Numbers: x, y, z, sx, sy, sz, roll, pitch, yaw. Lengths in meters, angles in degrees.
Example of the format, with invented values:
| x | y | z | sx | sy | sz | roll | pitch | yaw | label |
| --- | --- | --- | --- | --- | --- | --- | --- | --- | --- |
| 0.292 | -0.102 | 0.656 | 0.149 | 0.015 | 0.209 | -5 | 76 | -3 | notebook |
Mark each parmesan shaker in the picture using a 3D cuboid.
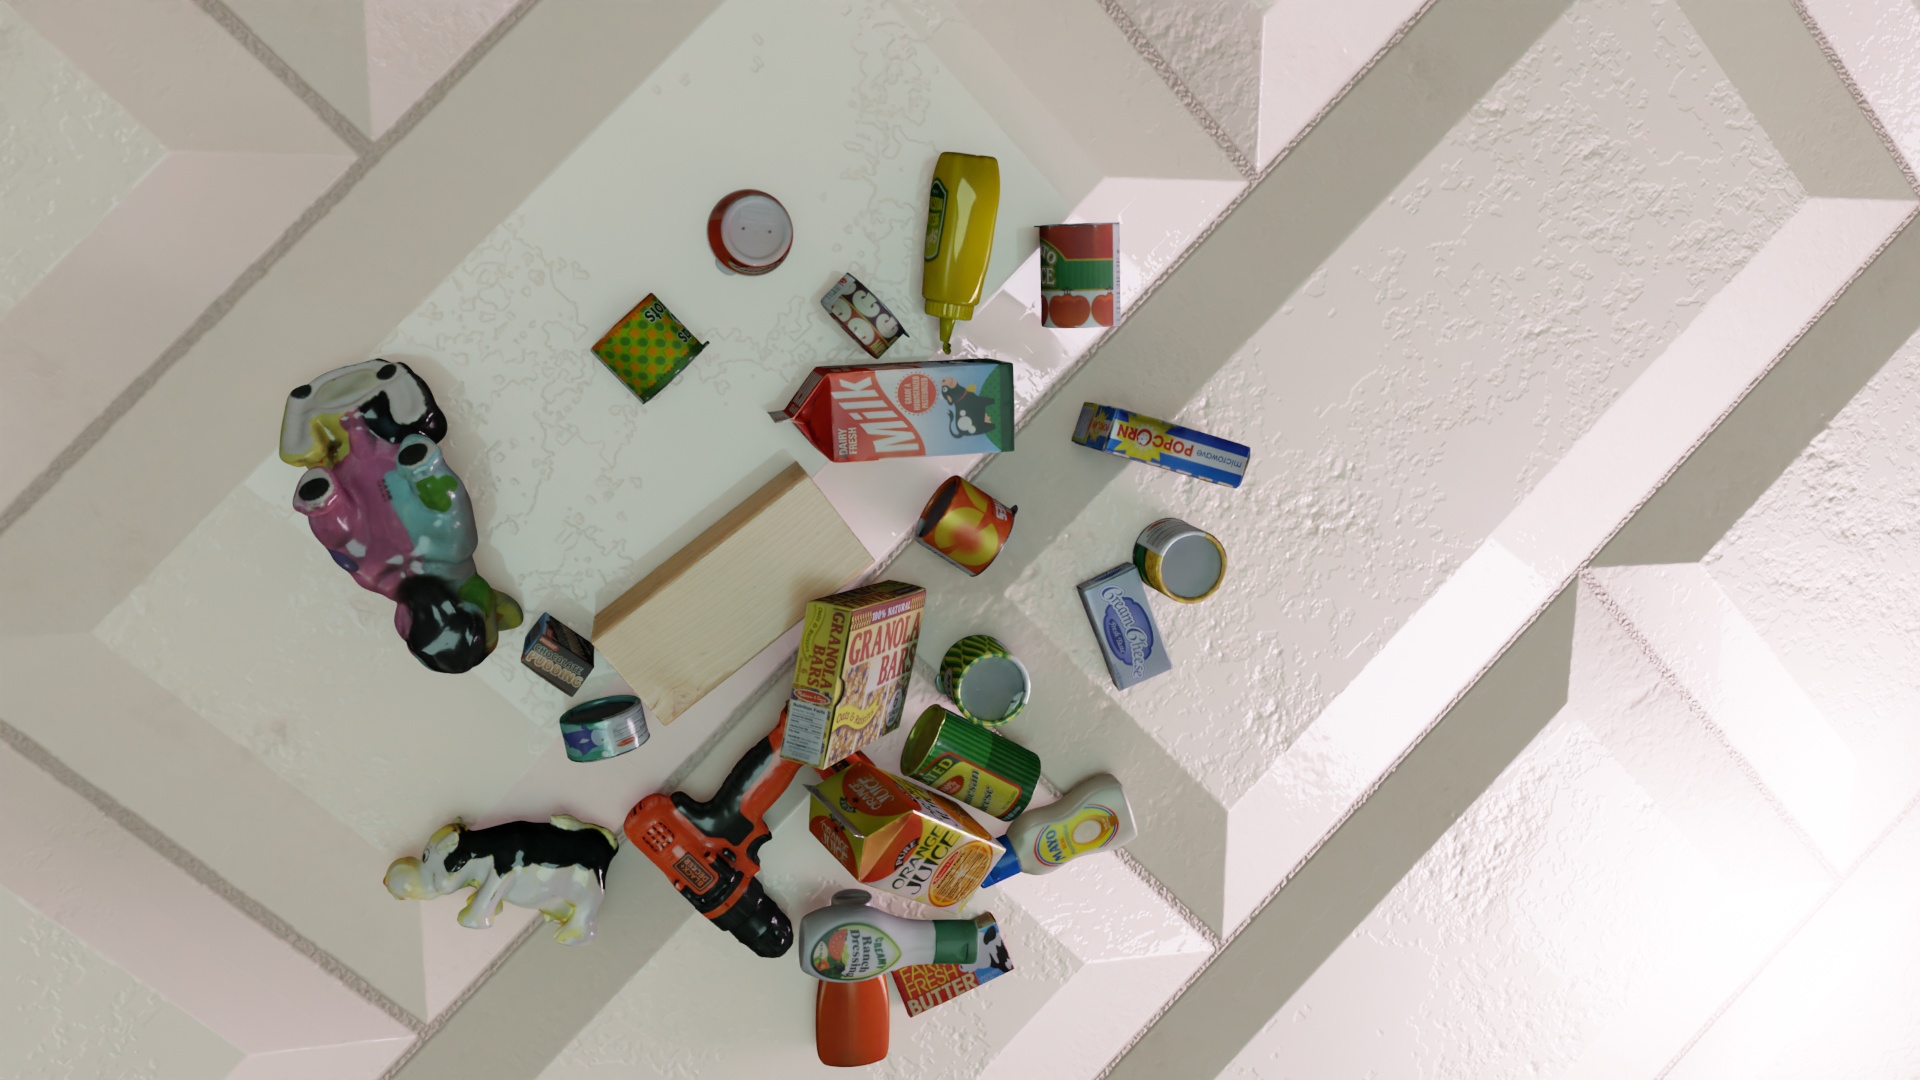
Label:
| x | y | z | sx | sy | sz | roll | pitch | yaw | label |
| --- | --- | --- | --- | --- | --- | --- | --- | --- | --- |
| 0.011 | 0.189 | 1.184 | 0.103 | 0.071 | 0.071 | 28 | 93 | -16 | parmesan shaker |

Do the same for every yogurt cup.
| x | y | z | sx | sy | sz | roll | pitch | yaw | label |
| --- | --- | --- | --- | --- | --- | --- | --- | --- | --- |
| -0.160 | -0.239 | 1.075 | 0.072 | 0.054 | 0.072 | -2 | 100 | -14 | yogurt cup |

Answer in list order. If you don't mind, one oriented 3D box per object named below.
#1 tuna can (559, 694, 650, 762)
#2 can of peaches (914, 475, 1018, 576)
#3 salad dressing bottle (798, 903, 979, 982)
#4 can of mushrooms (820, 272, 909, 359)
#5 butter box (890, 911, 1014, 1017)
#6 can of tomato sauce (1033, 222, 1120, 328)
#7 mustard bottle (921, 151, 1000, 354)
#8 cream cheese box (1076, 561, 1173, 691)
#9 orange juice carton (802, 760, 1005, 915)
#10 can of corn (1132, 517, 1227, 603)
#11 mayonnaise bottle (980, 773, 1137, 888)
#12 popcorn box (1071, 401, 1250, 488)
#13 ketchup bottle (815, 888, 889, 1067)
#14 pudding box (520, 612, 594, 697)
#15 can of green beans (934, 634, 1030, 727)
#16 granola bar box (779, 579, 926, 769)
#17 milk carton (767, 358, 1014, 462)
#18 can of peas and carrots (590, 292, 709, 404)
| x | y | z | sx | sy | sz | roll | pitch | yaw | label |
| --- | --- | --- | --- | --- | --- | --- | --- | --- | --- |
| -0.286 | 0.149 | 1.109 | 0.071 | 0.071 | 0.032 | -13 | 102 | -11 | tuna can |
| 0.004 | -0.014 | 1.148 | 0.058 | 0.071 | 0.071 | 32 | 92 | -16 | can of peaches |
| -0.060 | 0.336 | 1.162 | 0.148 | 0.044 | 0.064 | 3 | 102 | -13 | salad dressing bottle |
| -0.076 | -0.176 | 1.100 | 0.033 | 0.071 | 0.071 | -46 | 107 | -1 | can of mushrooms |
| -0.009 | 0.377 | 1.237 | 0.104 | 0.024 | 0.053 | -23 | 104 | -9 | butter box |
| 0.096 | -0.217 | 1.135 | 0.071 | 0.071 | 0.083 | -5 | 102 | -13 | can of tomato sauce |
| -0.003 | -0.228 | 1.111 | 0.049 | 0.065 | 0.159 | 4 | 103 | -18 | mustard bottle |
| 0.144 | 0.076 | 1.220 | 0.053 | 0.024 | 0.103 | -24 | 105 | -9 | cream cheese box |
| -0.051 | 0.240 | 1.130 | 0.073 | 0.072 | 0.192 | -54 | 140 | 0 | orange juice carton |
| 0.191 | 0.020 | 1.204 | 0.071 | 0.058 | 0.071 | -2 | 101 | -13 | can of corn |
| 0.080 | 0.262 | 1.229 | 0.148 | 0.041 | 0.064 | -22 | 106 | -10 | mayonnaise bottle |
| 0.168 | -0.080 | 1.167 | 0.127 | 0.085 | 0.038 | 15 | 96 | -15 | popcorn box |
| -0.094 | 0.379 | 1.207 | 0.065 | 0.043 | 0.148 | -1 | 100 | -12 | ketchup bottle |
| -0.313 | 0.088 | 1.081 | 0.049 | 0.084 | 0.030 | 38 | 87 | -16 | pudding box |
| 0.021 | 0.119 | 1.181 | 0.071 | 0.058 | 0.071 | -2 | 101 | -13 | can of green beans |
| -0.081 | 0.101 | 1.100 | 0.039 | 0.166 | 0.124 | 13 | 98 | 17 | granola bar box |
| -0.057 | -0.105 | 1.114 | 0.191 | 0.072 | 0.073 | -4 | 102 | -13 | milk carton |
| -0.238 | -0.149 | 1.065 | 0.071 | 0.071 | 0.058 | -44 | 106 | -3 | can of peas and carrots |
